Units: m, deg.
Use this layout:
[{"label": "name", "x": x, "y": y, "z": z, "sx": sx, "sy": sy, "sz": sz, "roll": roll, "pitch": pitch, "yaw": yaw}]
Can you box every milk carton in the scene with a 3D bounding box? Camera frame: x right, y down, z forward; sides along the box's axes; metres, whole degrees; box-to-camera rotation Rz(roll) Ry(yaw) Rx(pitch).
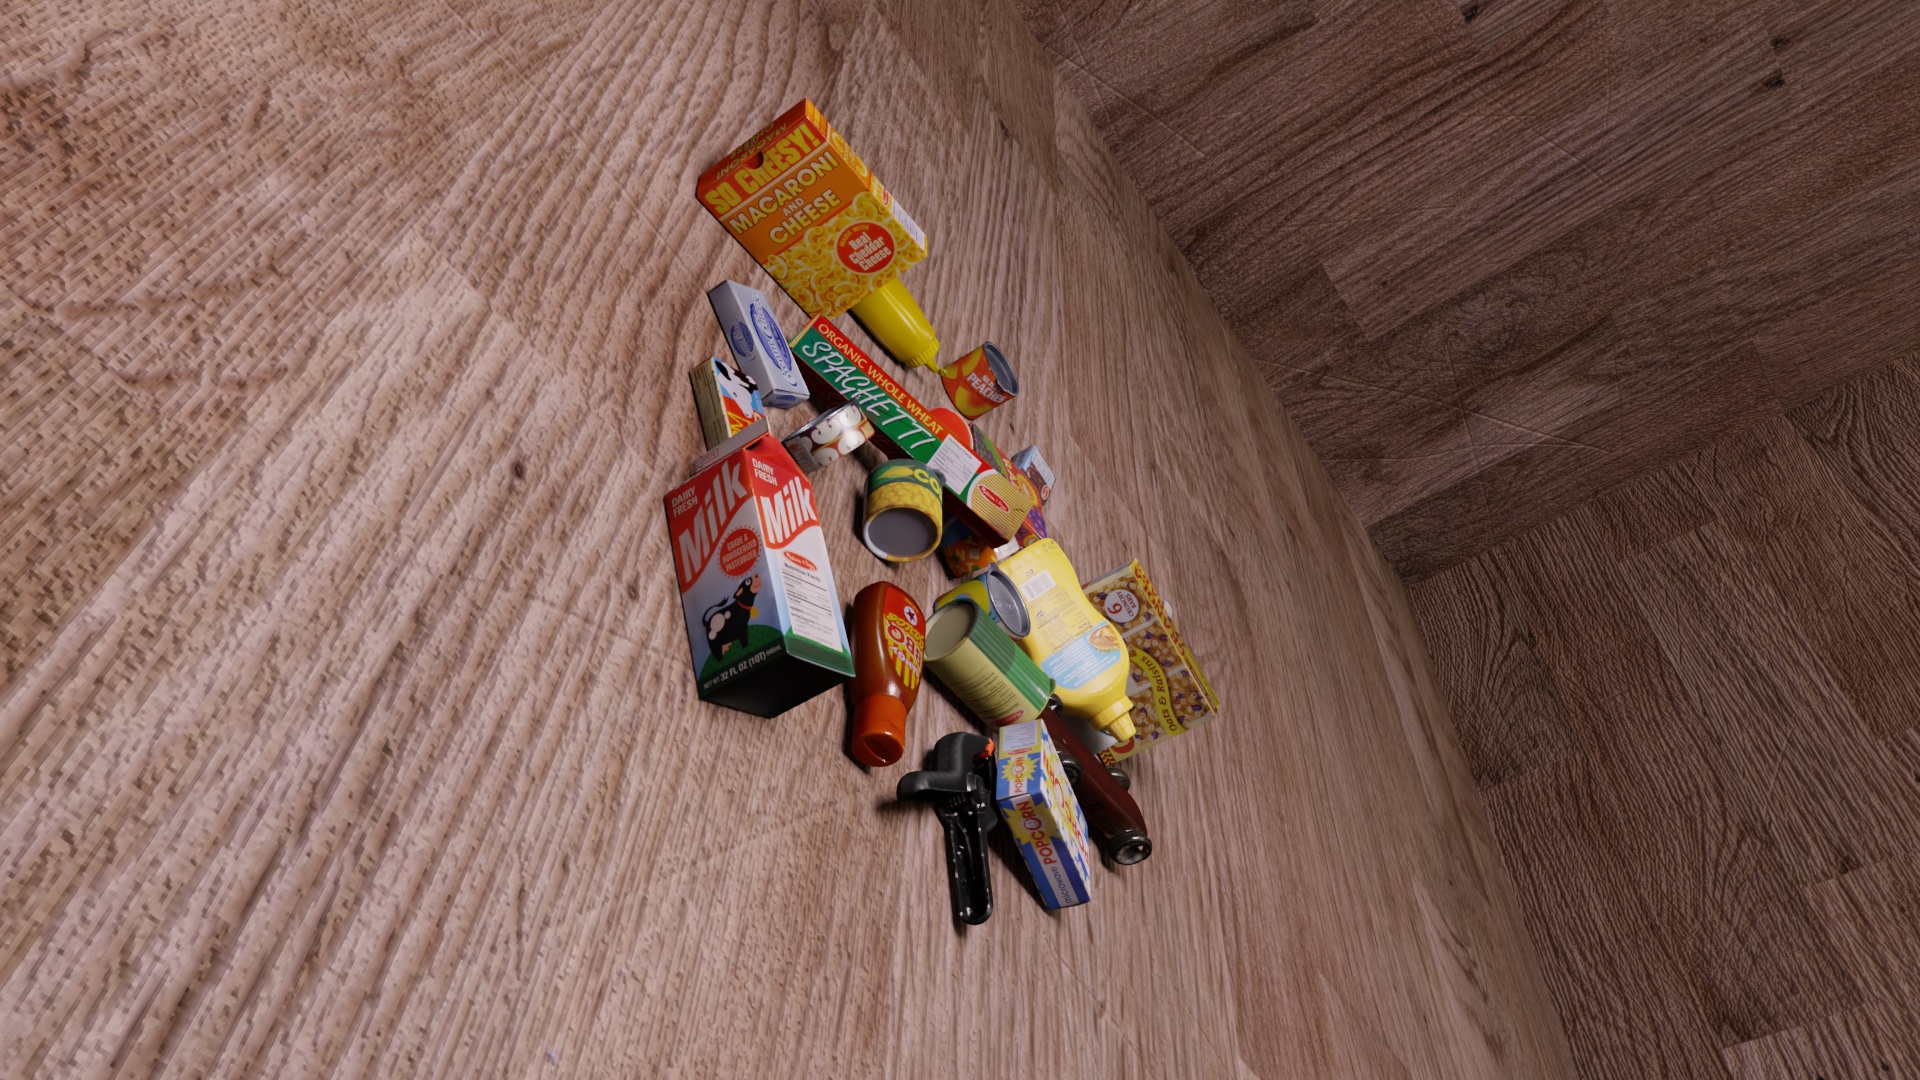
[{"label": "milk carton", "x": -0.135, "y": 0.011, "z": 0.904, "sx": 0.073, "sy": 0.072, "sz": 0.191, "roll": 29, "pitch": 39, "yaw": -53}]

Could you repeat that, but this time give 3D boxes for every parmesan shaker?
[{"label": "parmesan shaker", "x": 0.021, "y": 0.101, "z": 1.134, "sx": 0.103, "sy": 0.071, "sz": 0.072, "roll": 48, "pitch": 25, "yaw": -30}]

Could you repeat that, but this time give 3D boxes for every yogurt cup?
[{"label": "yogurt cup", "x": -0.030, "y": -0.086, "z": 1.264, "sx": 0.054, "sy": 0.072, "sz": 0.072, "roll": -19, "pitch": 81, "yaw": -60}]

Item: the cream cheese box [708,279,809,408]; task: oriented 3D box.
[{"label": "cream cheese box", "x": -0.161, "y": -0.157, "z": 1.114, "sx": 0.053, "sy": 0.024, "sz": 0.104, "roll": 2, "pitch": 61, "yaw": -64}]

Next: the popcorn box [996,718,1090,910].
[{"label": "popcorn box", "x": 0.066, "y": 0.217, "z": 1.096, "sx": 0.085, "sy": 0.038, "sz": 0.126, "roll": -83, "pitch": 154, "yaw": -57}]

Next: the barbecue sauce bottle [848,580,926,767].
[{"label": "barbecue sauce bottle", "x": -0.055, "y": 0.098, "z": 1.010, "sx": 0.064, "sy": 0.043, "sz": 0.149, "roll": 49, "pitch": 25, "yaw": -30}]

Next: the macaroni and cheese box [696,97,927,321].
[{"label": "macaroni and cheese box", "x": -0.127, "y": -0.281, "z": 1.208, "sx": 0.166, "sy": 0.123, "sz": 0.040, "roll": 45, "pitch": 26, "yaw": -34}]

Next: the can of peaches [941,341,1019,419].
[{"label": "can of peaches", "x": 0.021, "y": -0.169, "z": 1.480, "sx": 0.071, "sy": 0.058, "sz": 0.071, "roll": 48, "pitch": 26, "yaw": -32}]

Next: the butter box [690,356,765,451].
[{"label": "butter box", "x": -0.164, "y": -0.080, "z": 1.016, "sx": 0.053, "sy": 0.024, "sz": 0.104, "roll": 26, "pitch": 40, "yaw": -54}]

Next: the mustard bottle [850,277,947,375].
[{"label": "mustard bottle", "x": -0.064, "y": -0.217, "z": 1.366, "sx": 0.160, "sy": 0.048, "sz": 0.065, "roll": 50, "pitch": 24, "yaw": -27}]

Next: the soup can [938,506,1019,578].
[{"label": "soup can", "x": 0.004, "y": -0.016, "z": 1.249, "sx": 0.083, "sy": 0.071, "sz": 0.071, "roll": 65, "pitch": 22, "yaw": -2}]

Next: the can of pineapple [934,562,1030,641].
[{"label": "can of pineapple", "x": 0.018, "y": 0.063, "z": 1.193, "sx": 0.071, "sy": 0.057, "sz": 0.071, "roll": 48, "pitch": 25, "yaw": -31}]

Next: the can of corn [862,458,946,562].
[{"label": "can of corn", "x": -0.045, "y": -0.025, "z": 1.144, "sx": 0.071, "sy": 0.071, "sz": 0.058, "roll": 46, "pitch": 27, "yaw": -33}]

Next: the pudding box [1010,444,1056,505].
[{"label": "pudding box", "x": 0.075, "y": -0.067, "z": 1.511, "sx": 0.049, "sy": 0.030, "sz": 0.084, "roll": 57, "pitch": 22, "yaw": -13}]

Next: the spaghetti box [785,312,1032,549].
[{"label": "spaghetti box", "x": -0.045, "y": -0.092, "z": 1.182, "sx": 0.250, "sy": 0.028, "sz": 0.050, "roll": 41, "pitch": 57, "yaw": -10}]

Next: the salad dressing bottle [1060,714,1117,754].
[{"label": "salad dressing bottle", "x": 0.096, "y": 0.130, "z": 1.300, "sx": 0.147, "sy": 0.044, "sz": 0.064, "roll": 63, "pitch": 26, "yaw": 5}]

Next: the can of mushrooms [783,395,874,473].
[{"label": "can of mushrooms", "x": -0.101, "y": -0.083, "z": 1.095, "sx": 0.033, "sy": 0.071, "sz": 0.071, "roll": 59, "pitch": 22, "yaw": -10}]

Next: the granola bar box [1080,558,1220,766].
[{"label": "granola bar box", "x": 0.154, "y": 0.117, "z": 1.333, "sx": 0.165, "sy": 0.124, "sz": 0.039, "roll": 60, "pitch": 21, "yaw": -3}]

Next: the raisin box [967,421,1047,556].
[{"label": "raisin box", "x": 0.036, "y": -0.049, "z": 1.393, "sx": 0.123, "sy": 0.040, "sz": 0.086, "roll": 44, "pitch": 27, "yaw": -38}]
